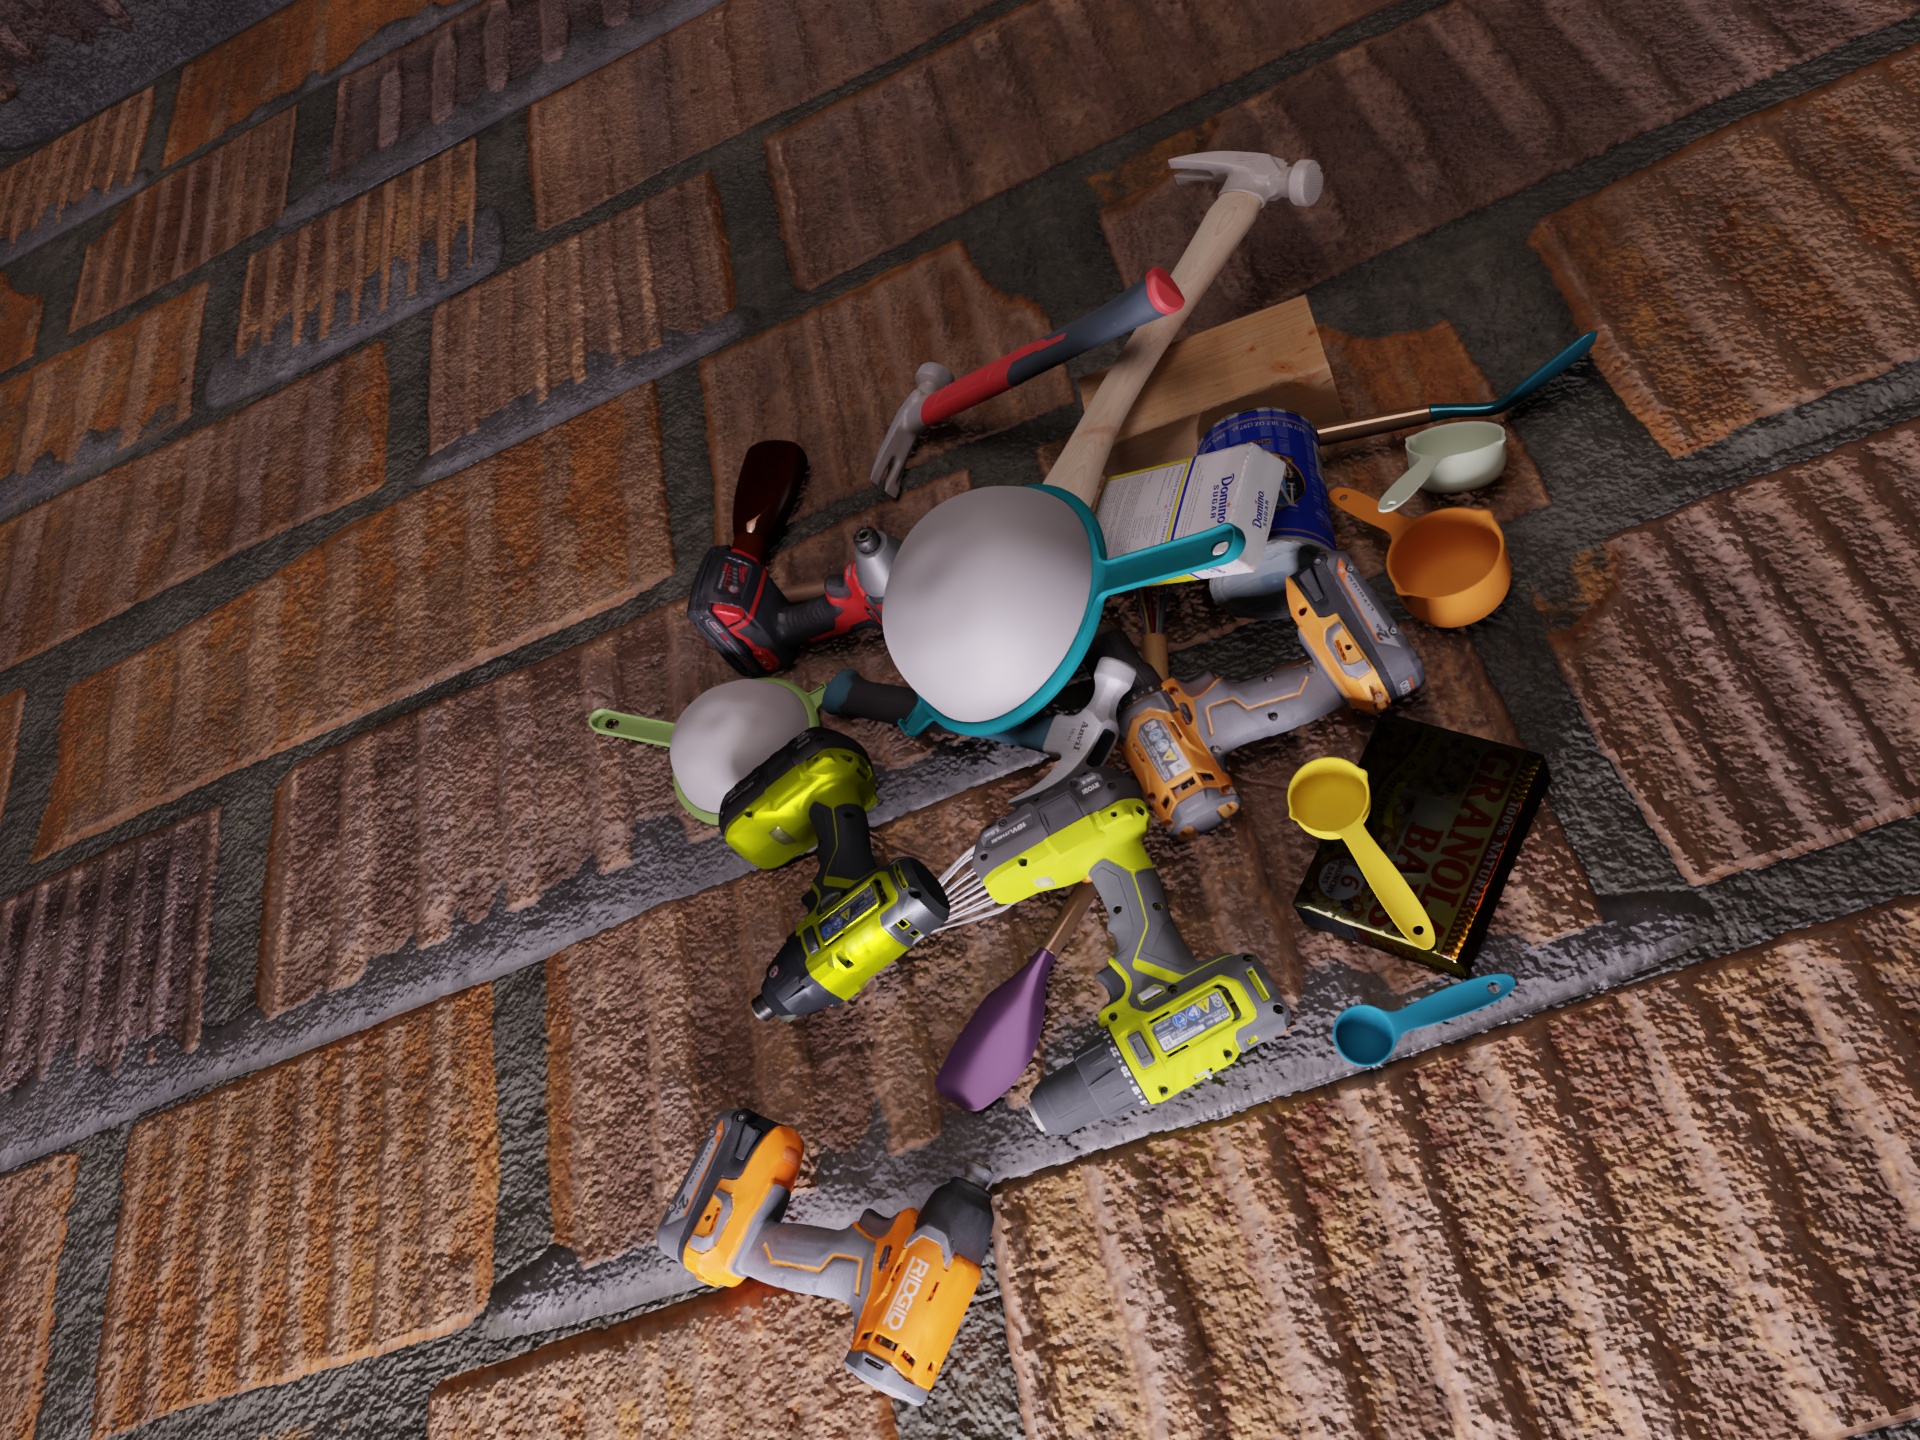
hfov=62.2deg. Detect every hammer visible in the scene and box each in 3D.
[{"bbox_3d":[0.157,-0.329,1.361,0.146,0.038,0.411,19,69,36],"label":"hammer"},{"bbox_3d":[-0.002,-0.004,1.299,0.331,0.033,0.128,11,77,48],"label":"hammer"},{"bbox_3d":[0.050,-0.301,1.398,0.386,0.038,0.143,-11,51,55],"label":"hammer"}]

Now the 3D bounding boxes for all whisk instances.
[{"bbox_3d":[0.156,-0.087,1.321,0.051,0.047,0.245,-10,60,19],"label":"whisk"},{"bbox_3d":[-0.047,0.170,1.261,0.246,0.059,0.058,-33,15,9],"label":"whisk"}]

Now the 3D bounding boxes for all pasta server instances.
[{"bbox_3d":[-0.095,-0.133,1.476,0.316,0.040,0.060,-8,45,23],"label":"pasta server"}]

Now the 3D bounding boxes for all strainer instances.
[{"bbox_3d":[0.050,-0.110,1.192,0.340,0.095,0.211,-12,64,45],"label":"strainer"},{"bbox_3d":[-0.250,0.005,1.444,0.256,0.069,0.151,10,65,29],"label":"strainer"}]

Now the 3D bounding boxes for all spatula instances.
[{"bbox_3d":[0.358,-0.258,1.309,0.317,0.082,0.044,-9,89,17],"label":"spatula"},{"bbox_3d":[0.082,0.157,1.218,0.060,0.018,0.316,24,73,29],"label":"spatula"}]

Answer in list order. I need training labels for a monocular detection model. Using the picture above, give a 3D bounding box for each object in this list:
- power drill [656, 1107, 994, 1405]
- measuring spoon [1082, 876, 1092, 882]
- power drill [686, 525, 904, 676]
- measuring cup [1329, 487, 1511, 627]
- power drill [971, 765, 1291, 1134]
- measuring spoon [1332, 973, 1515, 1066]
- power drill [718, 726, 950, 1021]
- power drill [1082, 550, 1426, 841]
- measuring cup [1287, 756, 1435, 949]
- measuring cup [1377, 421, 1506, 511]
[{"bbox_3d":[-0.087,0.361,1.137,0.227,0.084,0.164,17,68,29],"label":"power drill"},{"bbox_3d":[0.076,0.090,1.254,0.021,0.011,0.117,-44,40,1],"label":"measuring spoon"},{"bbox_3d":[-0.124,-0.109,1.410,0.220,0.143,0.079,-5,55,26],"label":"power drill"},{"bbox_3d":[0.356,-0.134,1.249,0.095,0.052,0.174,-42,43,-3],"label":"measuring cup"},{"bbox_3d":[0.101,0.167,1.143,0.190,0.080,0.229,-29,65,2],"label":"power drill"},{"bbox_3d":[0.315,0.201,1.081,0.128,0.021,0.042,-21,64,2],"label":"measuring spoon"},{"bbox_3d":[-0.115,0.123,1.270,0.171,0.080,0.223,-37,41,9],"label":"power drill"},{"bbox_3d":[0.213,-0.039,1.216,0.226,0.084,0.185,-33,66,9],"label":"power drill"},{"bbox_3d":[0.284,0.095,1.108,0.062,0.029,0.157,-32,62,6],"label":"measuring cup"},{"bbox_3d":[0.368,-0.185,1.239,0.083,0.038,0.167,9,36,40],"label":"measuring cup"}]
